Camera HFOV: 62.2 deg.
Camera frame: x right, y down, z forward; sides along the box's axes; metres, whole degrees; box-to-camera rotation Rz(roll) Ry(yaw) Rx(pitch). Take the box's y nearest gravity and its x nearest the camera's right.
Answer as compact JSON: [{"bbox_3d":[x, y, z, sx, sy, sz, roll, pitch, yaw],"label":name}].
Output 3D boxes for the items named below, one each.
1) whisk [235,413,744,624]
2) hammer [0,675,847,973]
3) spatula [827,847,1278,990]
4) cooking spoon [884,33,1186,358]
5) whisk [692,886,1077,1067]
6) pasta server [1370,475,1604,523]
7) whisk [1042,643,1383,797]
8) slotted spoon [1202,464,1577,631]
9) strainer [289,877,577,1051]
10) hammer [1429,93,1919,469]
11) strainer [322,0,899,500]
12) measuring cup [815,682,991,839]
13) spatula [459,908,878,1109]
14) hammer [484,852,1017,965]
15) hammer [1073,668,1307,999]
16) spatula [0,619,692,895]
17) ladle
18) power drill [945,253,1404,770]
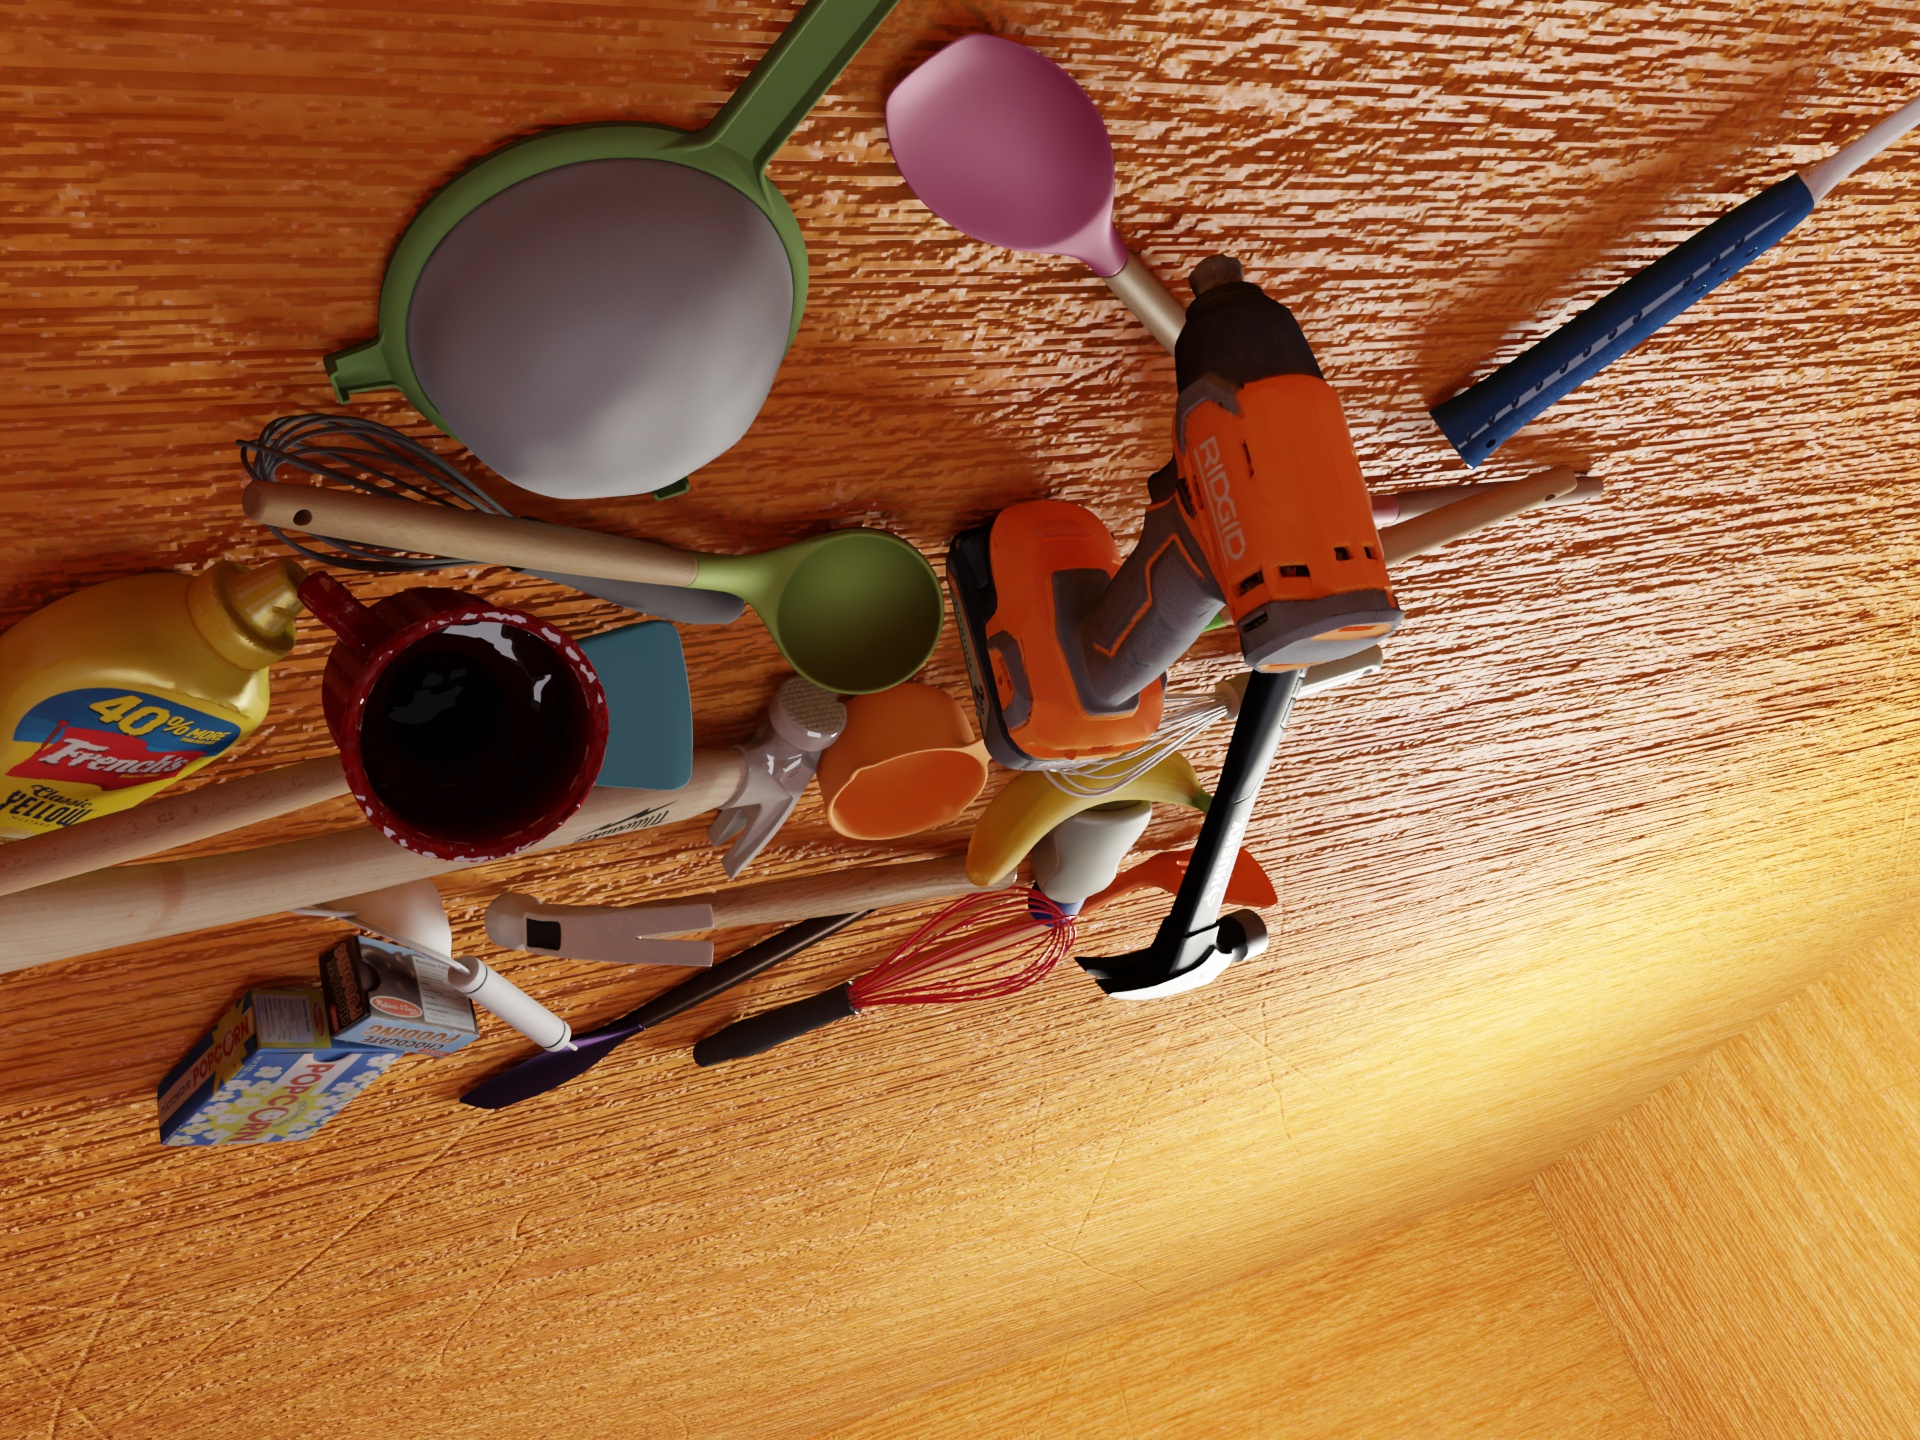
[{"bbox_3d":[-0.167,-0.069,0.618,0.055,0.055,0.238,-39,151,24],"label":"whisk"},{"bbox_3d":[-0.246,0.062,0.716,0.410,0.038,0.146,-11,151,-38],"label":"hammer"},{"bbox_3d":[0.062,0.149,1.128,0.322,0.081,0.041,-20,117,0],"label":"spatula"},{"bbox_3d":[0.073,-0.175,0.648,0.069,0.017,0.318,-29,151,23],"label":"cooking spoon"},{"bbox_3d":[-0.056,0.180,1.074,0.296,0.073,0.073,-23,152,17],"label":"whisk"},{"bbox_3d":[0.242,-0.121,0.840,0.316,0.040,0.060,-10,173,-35],"label":"pasta server"},{"bbox_3d":[0.152,-0.009,0.944,0.246,0.059,0.057,-17,168,-22],"label":"whisk"},{"bbox_3d":[0.159,-0.065,0.822,0.314,0.031,0.070,-21,153,19],"label":"slotted spoon"},{"bbox_3d":[-0.265,0.129,0.840,0.050,0.087,0.258,-62,153,-21],"label":"strainer"},{"bbox_3d":[0.400,-0.256,0.738,0.405,0.035,0.144,-36,149,20],"label":"hammer"},{"bbox_3d":[-0.081,-0.152,0.521,0.151,0.069,0.256,13,135,-47],"label":"strainer"},{"bbox_3d":[-0.001,-0.003,0.830,0.173,0.052,0.095,-34,147,19],"label":"measuring cup"},{"bbox_3d":[-0.184,0.183,1.034,0.316,0.018,0.059,-29,151,10],"label":"spatula"},{"bbox_3d":[-0.092,0.103,0.918,0.331,0.031,0.130,-3,-177,-43],"label":"hammer"},{"bbox_3d":[0.161,0.031,0.925,0.146,0.035,0.334,-14,132,-34],"label":"hammer"},{"bbox_3d":[-0.257,0.029,0.621,0.317,0.044,0.082,-19,123,-32],"label":"spatula"},{"bbox_3d":[-0.118,-0.055,0.612,0.320,0.062,0.078,4,121,-55],"label":"ladle"},{"bbox_3d":[0.080,-0.078,0.673,0.084,0.164,0.226,-5,165,-30],"label":"power drill"}]
